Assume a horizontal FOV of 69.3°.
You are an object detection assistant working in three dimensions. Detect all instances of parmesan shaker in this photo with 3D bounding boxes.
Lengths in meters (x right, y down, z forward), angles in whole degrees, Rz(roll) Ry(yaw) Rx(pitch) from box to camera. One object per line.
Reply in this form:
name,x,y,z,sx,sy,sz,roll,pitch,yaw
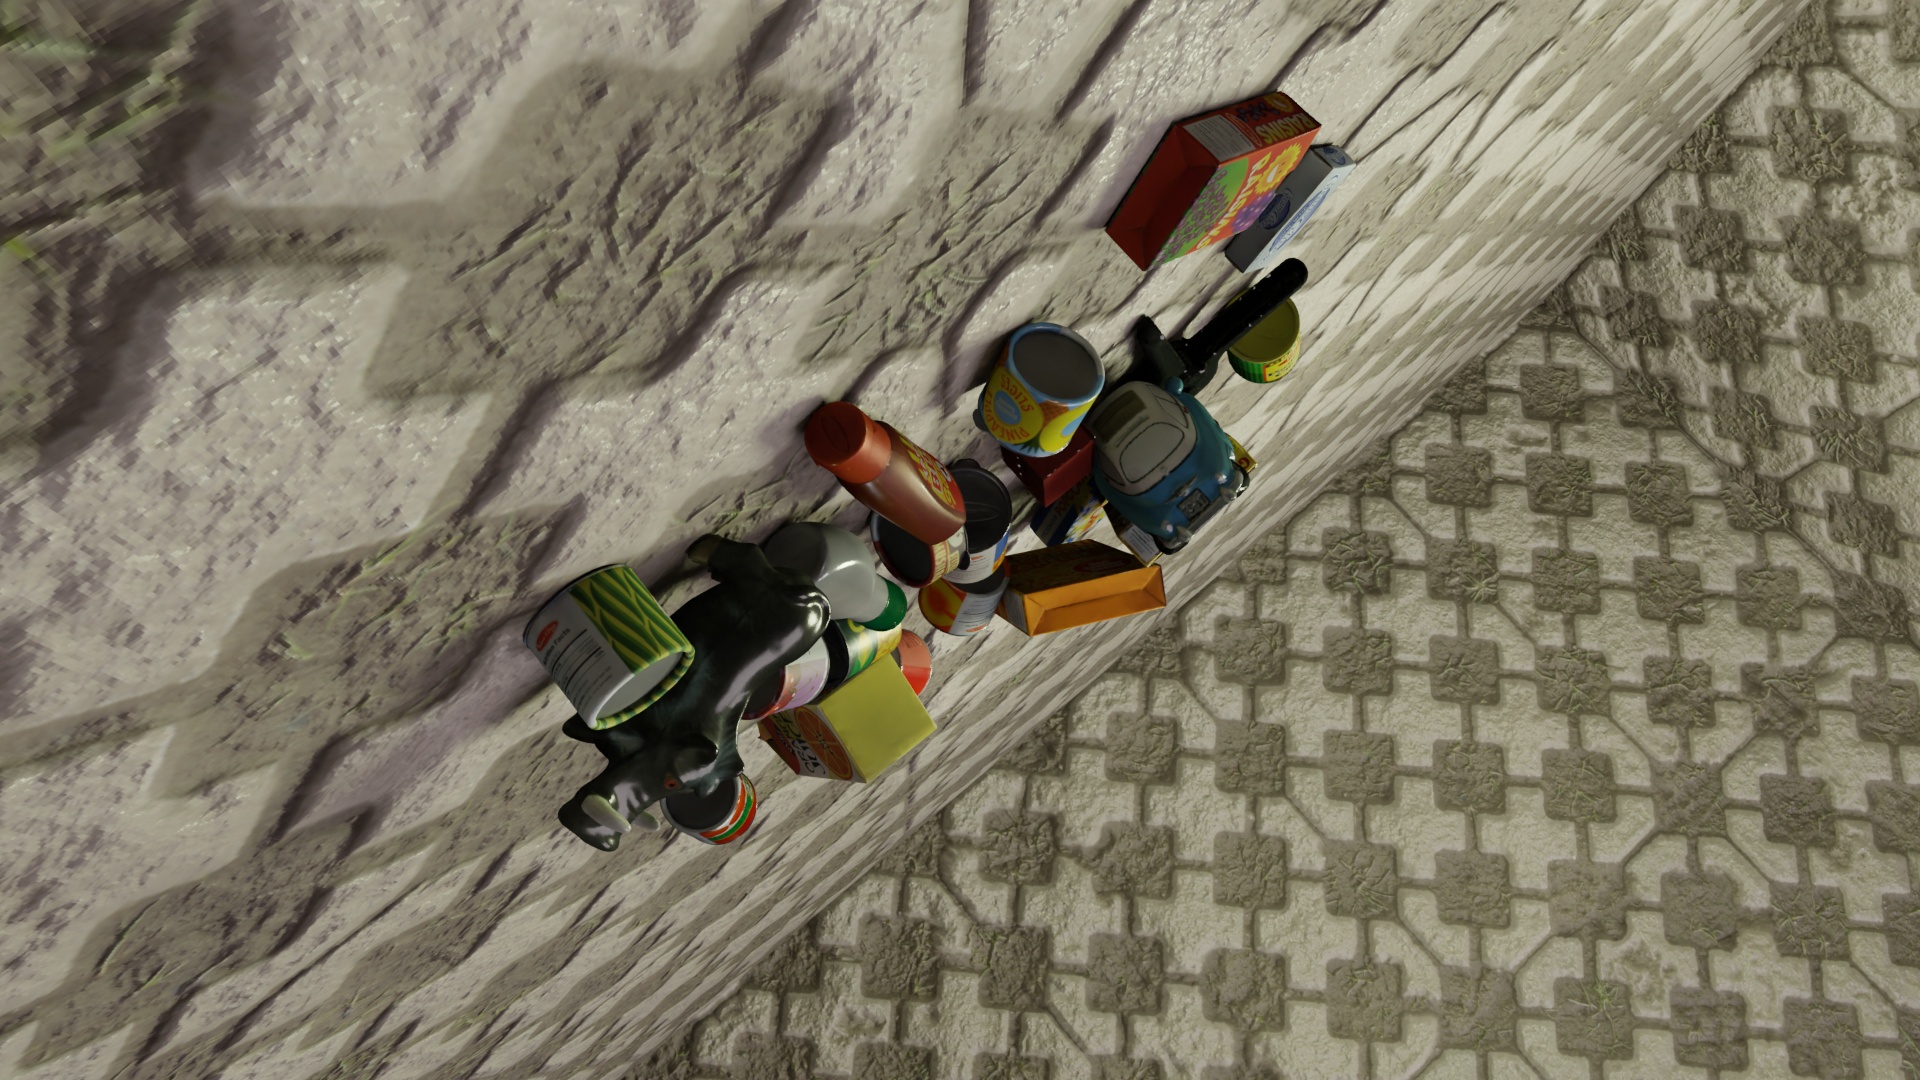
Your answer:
parmesan shaker,0.267,-0.181,1.225,0.071,0.071,0.103,-43,167,7

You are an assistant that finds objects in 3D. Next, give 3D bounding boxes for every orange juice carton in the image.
orange juice carton,-0.103,0.140,1.106,0.072,0.073,0.192,-36,-170,-26

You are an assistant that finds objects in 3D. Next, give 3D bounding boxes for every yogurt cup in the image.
yogurt cup,-0.065,0.109,1.216,0.072,0.072,0.054,-44,159,11

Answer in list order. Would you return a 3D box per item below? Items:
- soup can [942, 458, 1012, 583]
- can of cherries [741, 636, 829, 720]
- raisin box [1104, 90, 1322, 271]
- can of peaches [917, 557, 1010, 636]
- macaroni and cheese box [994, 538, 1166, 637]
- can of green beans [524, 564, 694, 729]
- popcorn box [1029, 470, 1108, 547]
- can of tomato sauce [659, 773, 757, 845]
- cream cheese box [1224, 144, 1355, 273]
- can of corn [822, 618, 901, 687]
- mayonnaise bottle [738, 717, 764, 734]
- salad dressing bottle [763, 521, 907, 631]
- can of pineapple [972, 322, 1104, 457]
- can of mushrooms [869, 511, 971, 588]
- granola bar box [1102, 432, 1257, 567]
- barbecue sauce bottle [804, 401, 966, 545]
soup can,0.004,-0.013,1.017,0.071,0.071,0.083,-39,167,-11
can of cherries,-0.132,0.087,0.936,0.071,0.071,0.058,-46,166,19
raisin box,0.154,-0.218,0.836,0.124,0.040,0.085,-30,162,-43
can of peaches,0.001,0.035,1.160,0.071,0.071,0.057,-32,158,-36
macaroni and cheese box,0.089,0.039,1.215,0.124,0.040,0.166,-11,-170,-14
can of green beans,-0.180,0.055,0.718,0.071,0.058,0.071,-39,167,-11
popcorn box,0.123,-0.050,1.294,0.085,0.038,0.126,-32,164,-32
can of tomato sauce,-0.204,0.210,1.136,0.071,0.071,0.083,-39,166,-11
cream cheese box,0.246,-0.247,1.037,0.053,0.024,0.103,-27,161,-51
can of corn,-0.084,0.062,1.001,0.058,0.071,0.070,-29,162,-45
mayonnaise bottle,-0.138,0.101,1.030,0.149,0.041,0.064,-33,166,-39
salad dressing bottle,-0.077,0.029,0.902,0.064,0.044,0.147,-30,158,9
can of pineapple,0.049,-0.094,0.875,0.071,0.071,0.057,-33,164,-33
can of mushrooms,-0.027,-0.001,0.946,0.033,0.071,0.070,-30,162,-36
granola bar box,0.186,-0.045,1.200,0.124,0.039,0.166,-44,-174,8
barbecue sauce bottle,-0.044,-0.041,0.800,0.043,0.065,0.148,-35,159,9
